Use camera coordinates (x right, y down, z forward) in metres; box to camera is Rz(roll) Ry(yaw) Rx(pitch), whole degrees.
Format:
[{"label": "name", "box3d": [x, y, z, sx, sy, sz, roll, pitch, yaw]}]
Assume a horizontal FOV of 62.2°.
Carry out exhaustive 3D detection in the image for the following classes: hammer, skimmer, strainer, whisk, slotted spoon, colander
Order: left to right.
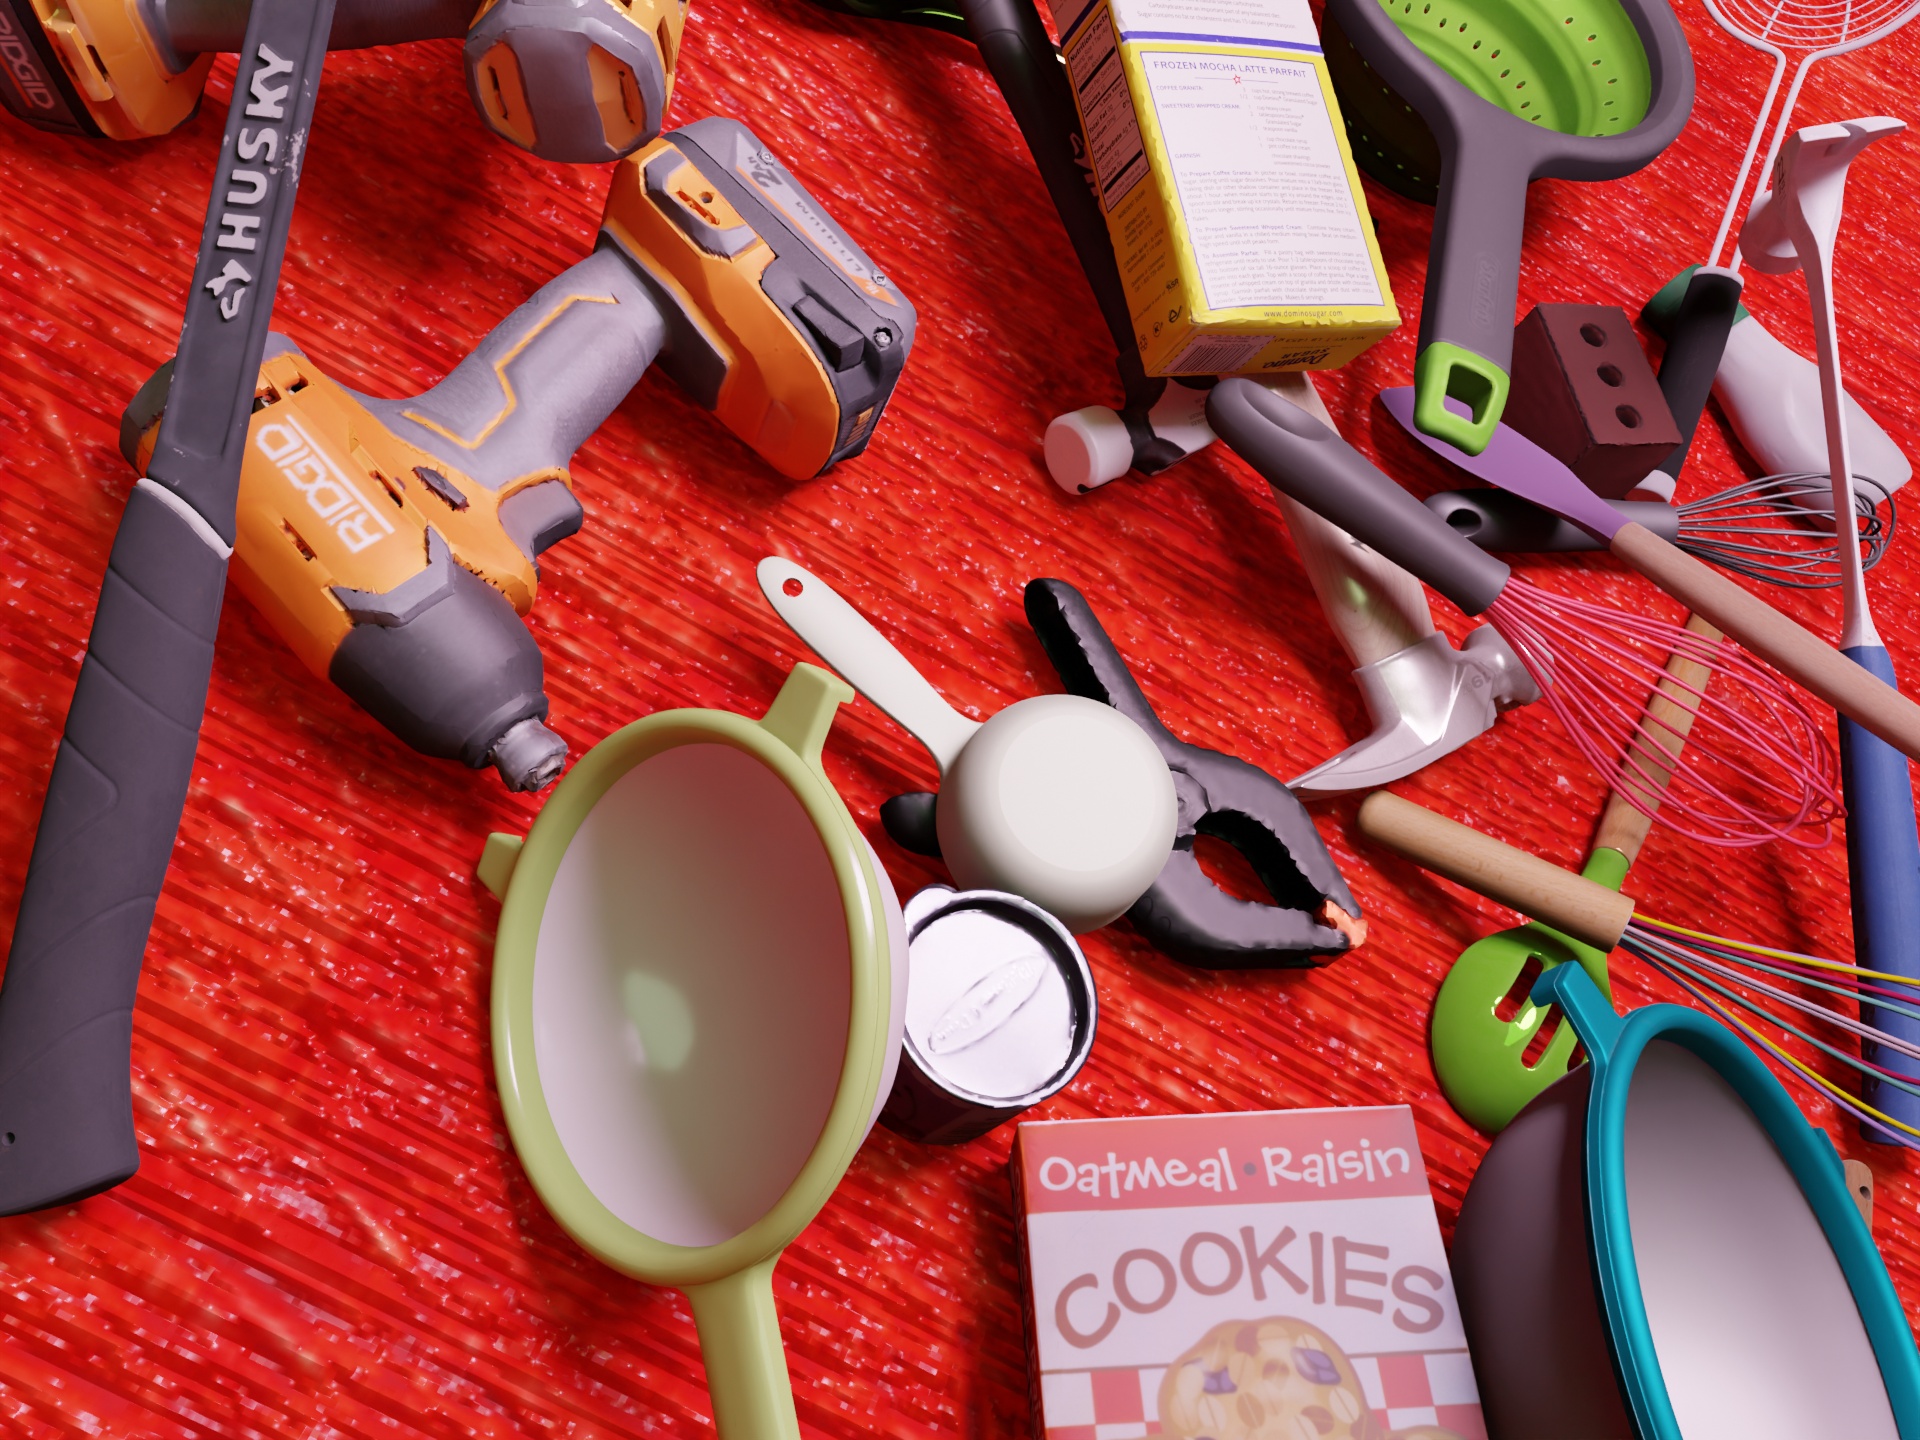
[{"label": "hammer", "box3d": [-0.210, -0.075, 0.428, 0.149, 0.036, 0.409, 8, 80, 2]}, {"label": "strainer", "box3d": [-0.047, 0.123, 0.426, 0.069, 0.151, 0.256, 10, 60, -51]}, {"label": "hammer", "box3d": [0.034, -0.264, 0.657, 0.146, 0.035, 0.335, -24, 89, -32]}, {"label": "hammer", "box3d": [0.094, -0.169, 0.623, 0.146, 0.038, 0.410, -24, 88, -30]}, {"label": "colander", "box3d": [0.223, -0.255, 0.735, 0.204, 0.094, 0.397, 23, 58, -10]}, {"label": "whisk", "box3d": [0.212, -0.038, 0.595, 0.295, 0.073, 0.073, 33, 57, -8]}, {"label": "slotted spoon", "box3d": [0.270, 0.038, 0.647, 0.070, 0.031, 0.314, 37, 55, 3]}, {"label": "whisk", "box3d": [0.314, -0.089, 0.710, 0.239, 0.055, 0.055, 0, 64, -14]}, {"label": "whisk", "box3d": [0.258, 0.079, 0.563, 0.245, 0.047, 0.051, 25, 46, 21]}, {"label": "strainer", "box3d": [0.209, 0.254, 0.450, 0.210, 0.095, 0.341, 31, 48, -33]}, {"label": "skimmer", "box3d": [0.378, -0.277, 0.755, 0.127, 0.090, 0.363, 17, 76, 25]}, {"label": "hammer", "box3d": [0.357, -0.039, 0.633, 0.035, 0.144, 0.405, -4, 83, 17]}]

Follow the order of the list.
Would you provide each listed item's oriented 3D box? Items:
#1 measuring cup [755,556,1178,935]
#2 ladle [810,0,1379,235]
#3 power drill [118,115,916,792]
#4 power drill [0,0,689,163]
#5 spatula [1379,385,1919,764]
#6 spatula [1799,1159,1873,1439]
[{"label": "measuring cup", "box3d": [-0.001, -0.002, 0.512, 0.167, 0.038, 0.083, 42, 67, 2]}, {"label": "ladle", "box3d": [0.058, -0.297, 0.715, 0.320, 0.062, 0.078, 23, 62, -13]}, {"label": "power drill", "box3d": [-0.123, -0.088, 0.520, 0.226, 0.084, 0.164, -39, 84, -28]}, {"label": "power drill", "box3d": [-0.198, -0.274, 0.542, 0.226, 0.084, 0.185, 3, 59, 2]}, {"label": "spatula", "box3d": [0.280, -0.059, 0.629, 0.059, 0.018, 0.316, -12, 43, -31]}, {"label": "spatula", "box3d": [0.271, 0.280, 0.526, 0.082, 0.044, 0.318, 36, 52, -1]}]
